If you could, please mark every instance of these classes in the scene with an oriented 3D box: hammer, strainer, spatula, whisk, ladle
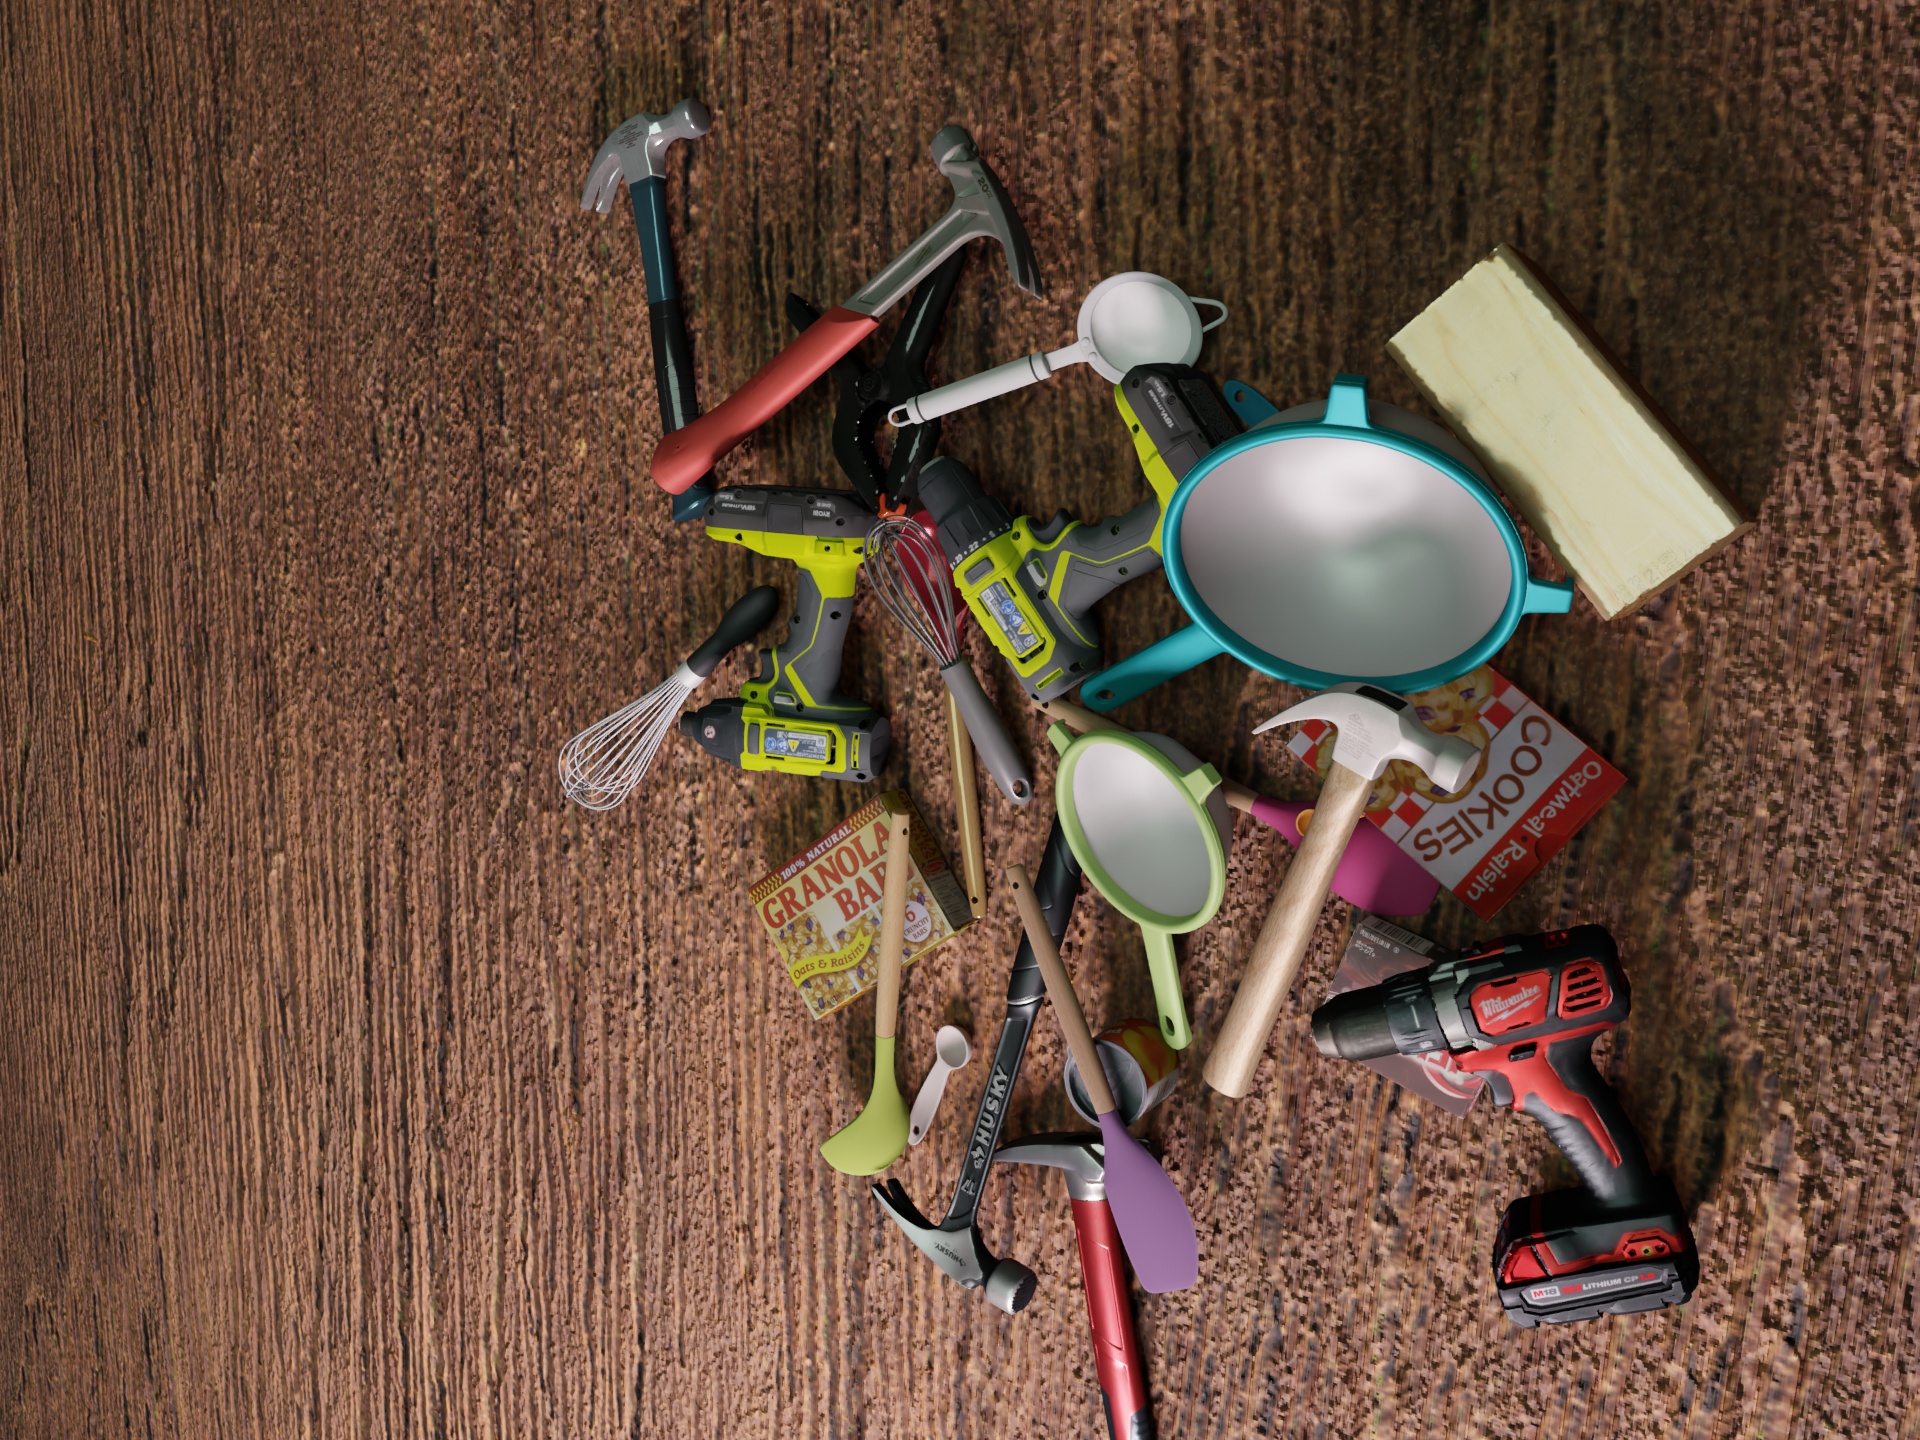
[{"bbox_3d":[0.040,0.223,1.186,0.149,0.036,0.409,21,100,35],"label":"hammer"},{"bbox_3d":[0.150,0.111,1.107,0.152,0.069,0.256,18,128,47],"label":"strainer"},{"bbox_3d":[0.096,0.249,1.119,0.060,0.018,0.316,-24,85,32],"label":"spatula"},{"bbox_3d":[-0.249,-0.021,1.352,0.284,0.070,0.070,-42,74,24],"label":"whisk"},{"bbox_3d":[-0.003,-0.042,1.172,0.055,0.055,0.239,-19,104,32],"label":"whisk"},{"bbox_3d":[0.109,0.504,1.202,0.143,0.038,0.386,-8,92,34],"label":"hammer"},{"bbox_3d":[-0.243,-0.332,1.319,0.128,0.033,0.331,-6,93,32],"label":"hammer"},{"bbox_3d":[-0.064,0.213,1.227,0.062,0.078,0.320,24,117,43],"label":"ladle"},{"bbox_3d":[-0.002,-0.004,1.214,0.069,0.031,0.315,-3,96,28],"label":"ladle"},{"bbox_3d":[0.063,-0.253,1.110,0.258,0.050,0.086,-15,122,22],"label":"strainer"},{"bbox_3d":[-0.100,-0.273,1.186,0.359,0.036,0.149,-34,66,28],"label":"hammer"},{"bbox_3d":[0.219,0.120,1.041,0.130,0.031,0.331,34,127,28],"label":"hammer"},{"bbox_3d":[0.198,-0.096,0.997,0.211,0.095,0.340,38,143,-17],"label":"strainer"}]

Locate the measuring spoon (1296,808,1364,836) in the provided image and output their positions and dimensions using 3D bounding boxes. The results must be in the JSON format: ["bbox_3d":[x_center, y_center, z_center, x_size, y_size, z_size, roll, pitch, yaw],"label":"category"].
[{"bbox_3d":[0.276,0.050,1.046,0.117,0.011,0.021,-24,77,19],"label":"measuring spoon"}]

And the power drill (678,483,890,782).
[{"bbox_3d":[-0.139,-0.070,1.248,0.171,0.080,0.223,7,101,17],"label":"power drill"}]

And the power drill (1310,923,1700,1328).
[{"bbox_3d":[0.333,0.246,0.972,0.188,0.080,0.226,-18,94,22],"label":"power drill"}]

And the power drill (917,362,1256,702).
[{"bbox_3d":[0.086,-0.145,1.103,0.228,0.080,0.190,-35,84,32],"label":"power drill"}]

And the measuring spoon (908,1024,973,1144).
[{"bbox_3d":[-0.017,0.292,1.271,0.034,0.018,0.124,41,123,33],"label":"measuring spoon"}]

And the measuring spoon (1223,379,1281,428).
[{"bbox_3d":[0.223,-0.187,1.058,0.129,0.021,0.042,49,121,28],"label":"measuring spoon"}]

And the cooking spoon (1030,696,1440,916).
[{"bbox_3d":[0.183,0.047,1.108,0.319,0.017,0.068,27,109,26],"label":"cooking spoon"}]
